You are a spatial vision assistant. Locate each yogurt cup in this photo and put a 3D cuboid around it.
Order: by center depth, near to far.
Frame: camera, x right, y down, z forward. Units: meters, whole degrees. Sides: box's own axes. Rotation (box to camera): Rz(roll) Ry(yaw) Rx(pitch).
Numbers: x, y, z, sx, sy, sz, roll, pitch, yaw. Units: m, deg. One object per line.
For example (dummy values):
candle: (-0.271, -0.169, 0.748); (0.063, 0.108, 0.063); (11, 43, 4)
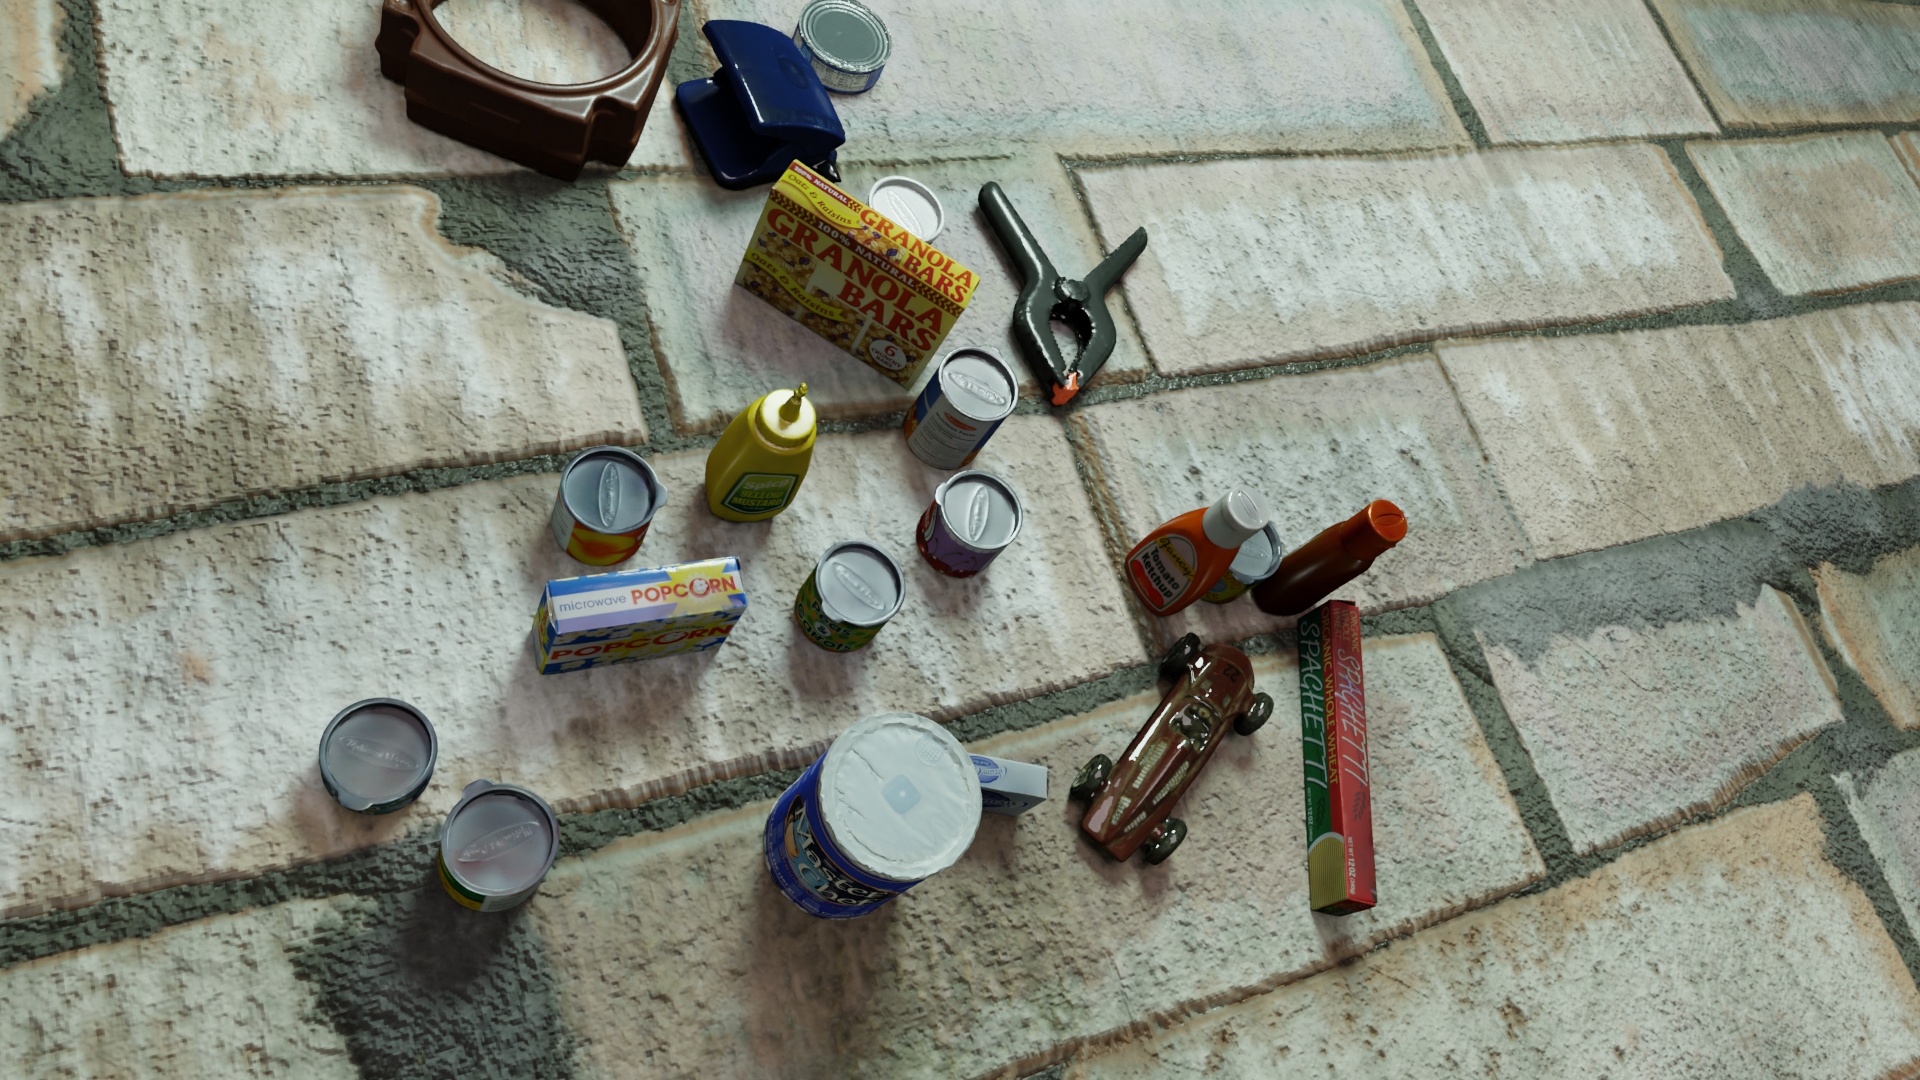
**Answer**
yogurt cup: (-0.053, -0.261, 1.156); (0.072, 0.053, 0.072); (10, 62, -19)

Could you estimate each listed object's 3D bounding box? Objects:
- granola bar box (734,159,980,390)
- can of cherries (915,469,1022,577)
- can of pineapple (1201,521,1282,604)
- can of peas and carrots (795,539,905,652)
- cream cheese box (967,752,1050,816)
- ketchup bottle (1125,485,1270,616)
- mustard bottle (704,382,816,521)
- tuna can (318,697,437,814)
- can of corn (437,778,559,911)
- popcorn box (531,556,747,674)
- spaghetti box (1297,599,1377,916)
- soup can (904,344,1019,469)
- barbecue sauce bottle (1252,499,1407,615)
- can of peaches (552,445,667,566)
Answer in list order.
granola bar box: (-0.081, -0.202, 1.073); (0.165, 0.123, 0.039); (31, 58, -6)
can of cherries: (0.004, -0.013, 1.056); (0.071, 0.058, 0.072); (10, 62, -19)
can of pineapple: (0.219, 0.013, 1.136); (0.071, 0.057, 0.071); (10, 62, -19)
can of peas and carrots: (-0.081, 0.042, 0.992); (0.071, 0.058, 0.071); (10, 62, -19)
cream cheese box: (0.005, 0.168, 0.970); (0.104, 0.053, 0.024); (13, 62, -17)
ketchup bottle: (0.184, 0.005, 1.071); (0.044, 0.148, 0.065); (-24, 77, -31)
mustard bottle: (-0.133, -0.064, 0.961); (0.065, 0.159, 0.049); (1, 66, -23)
tuna can: (-0.355, 0.134, 0.844); (0.071, 0.032, 0.071); (10, 62, -19)
can of corn: (-0.280, 0.184, 0.836); (0.071, 0.058, 0.071); (10, 62, -19)
popcorn box: (-0.212, 0.050, 0.915); (0.127, 0.085, 0.038); (-8, 69, -26)
spaghetti box: (0.296, 0.167, 1.099); (0.029, 0.050, 0.251); (14, 61, -17)
soup can: (0.001, -0.104, 1.084); (0.071, 0.083, 0.071); (10, 62, -19)
barbecue sauce bottle: (0.299, 0.015, 1.116); (0.065, 0.148, 0.044); (-6, 69, -26)
can of peaches: (-0.242, -0.022, 0.954); (0.071, 0.057, 0.071); (10, 62, -19)
